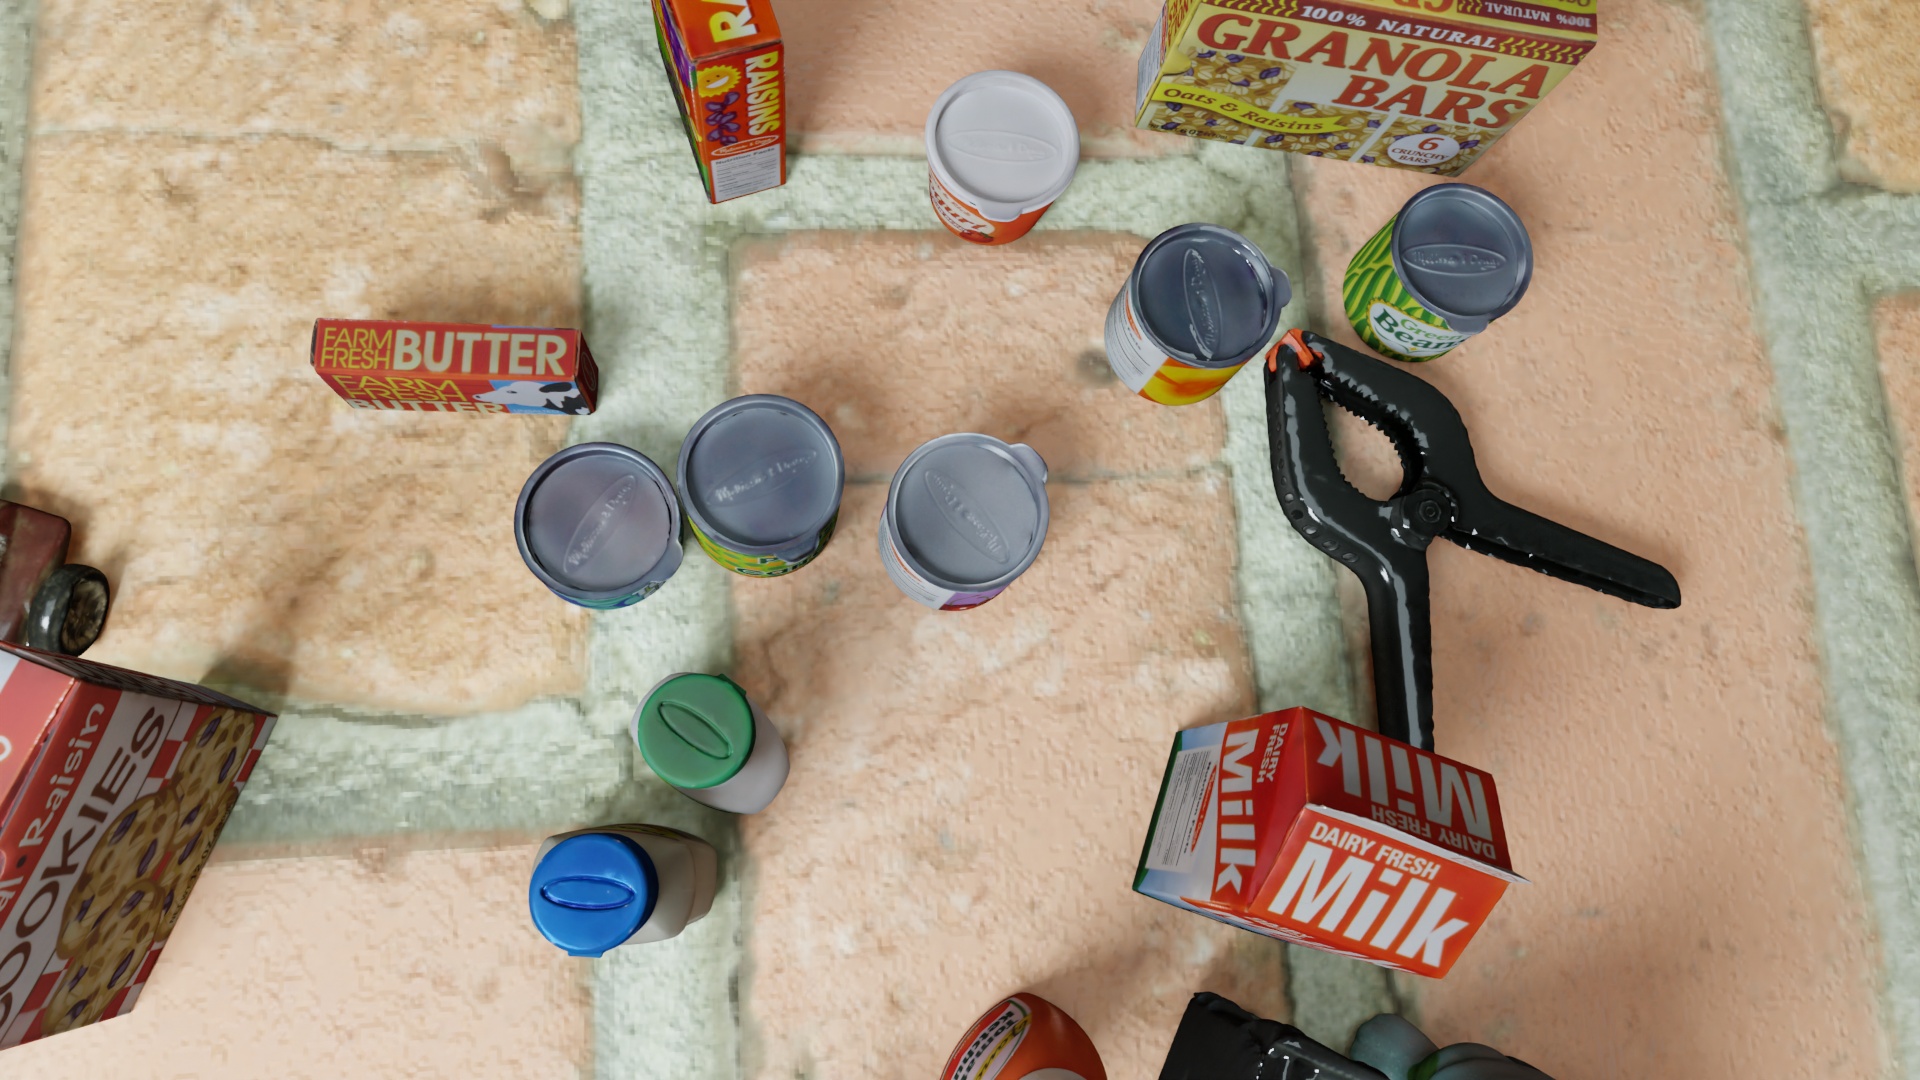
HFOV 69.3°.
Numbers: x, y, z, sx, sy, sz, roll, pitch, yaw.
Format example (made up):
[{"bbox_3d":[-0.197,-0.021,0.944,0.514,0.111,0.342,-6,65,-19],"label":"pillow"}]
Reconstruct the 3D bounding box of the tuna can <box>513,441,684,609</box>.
[{"bbox_3d":[-0.147,-0.004,0.577,0.071,0.032,0.071,2,78,-7],"label":"tuna can"}]

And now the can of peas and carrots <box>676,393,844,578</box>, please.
[{"bbox_3d":[-0.081,-0.019,0.575,0.071,0.058,0.071,2,78,-7],"label":"can of peas and carrots"}]

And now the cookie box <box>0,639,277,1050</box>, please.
[{"bbox_3d":[-0.301,0.103,0.464,0.040,0.167,0.123,22,76,-2],"label":"cookie box"}]

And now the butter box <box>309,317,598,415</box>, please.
[{"bbox_3d":[-0.206,-0.071,0.573,0.103,0.053,0.024,1,78,-7],"label":"butter box"}]

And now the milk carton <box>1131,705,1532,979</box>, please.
[{"bbox_3d":[0.128,0.109,0.507,0.072,0.190,0.073,19,77,-3],"label":"milk carton"}]

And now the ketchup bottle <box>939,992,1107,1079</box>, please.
[{"bbox_3d":[0.026,0.201,0.495,0.043,0.148,0.065,40,77,2],"label":"ketchup bottle"}]

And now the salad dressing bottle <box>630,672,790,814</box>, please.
[{"bbox_3d":[-0.093,0.073,0.508,0.064,0.147,0.044,36,76,1],"label":"salad dressing bottle"}]

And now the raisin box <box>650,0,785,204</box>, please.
[{"bbox_3d":[-0.103,-0.208,0.580,0.040,0.123,0.086,-16,81,-10],"label":"raisin box"}]

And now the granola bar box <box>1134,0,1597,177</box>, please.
[{"bbox_3d":[0.172,-0.216,0.617,0.166,0.124,0.039,7,78,-6],"label":"granola bar box"}]

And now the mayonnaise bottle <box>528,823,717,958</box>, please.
[{"bbox_3d":[-0.122,0.122,0.494,0.065,0.147,0.041,5,78,-6],"label":"mayonnaise bottle"}]

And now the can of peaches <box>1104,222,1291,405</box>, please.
[{"bbox_3d":[0.103,-0.099,0.617,0.071,0.058,0.071,2,78,-7],"label":"can of peaches"}]

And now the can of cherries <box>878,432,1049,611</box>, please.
[{"bbox_3d":[0.002,-0.007,0.584,0.071,0.058,0.071,2,78,-7],"label":"can of cherries"}]

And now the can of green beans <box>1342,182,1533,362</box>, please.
[{"bbox_3d":[0.217,-0.121,0.637,0.071,0.057,0.071,2,78,-7],"label":"can of green beans"}]

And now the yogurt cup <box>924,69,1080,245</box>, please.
[{"bbox_3d":[0.016,-0.168,0.622,0.072,0.054,0.072,2,78,-7],"label":"yogurt cup"}]
